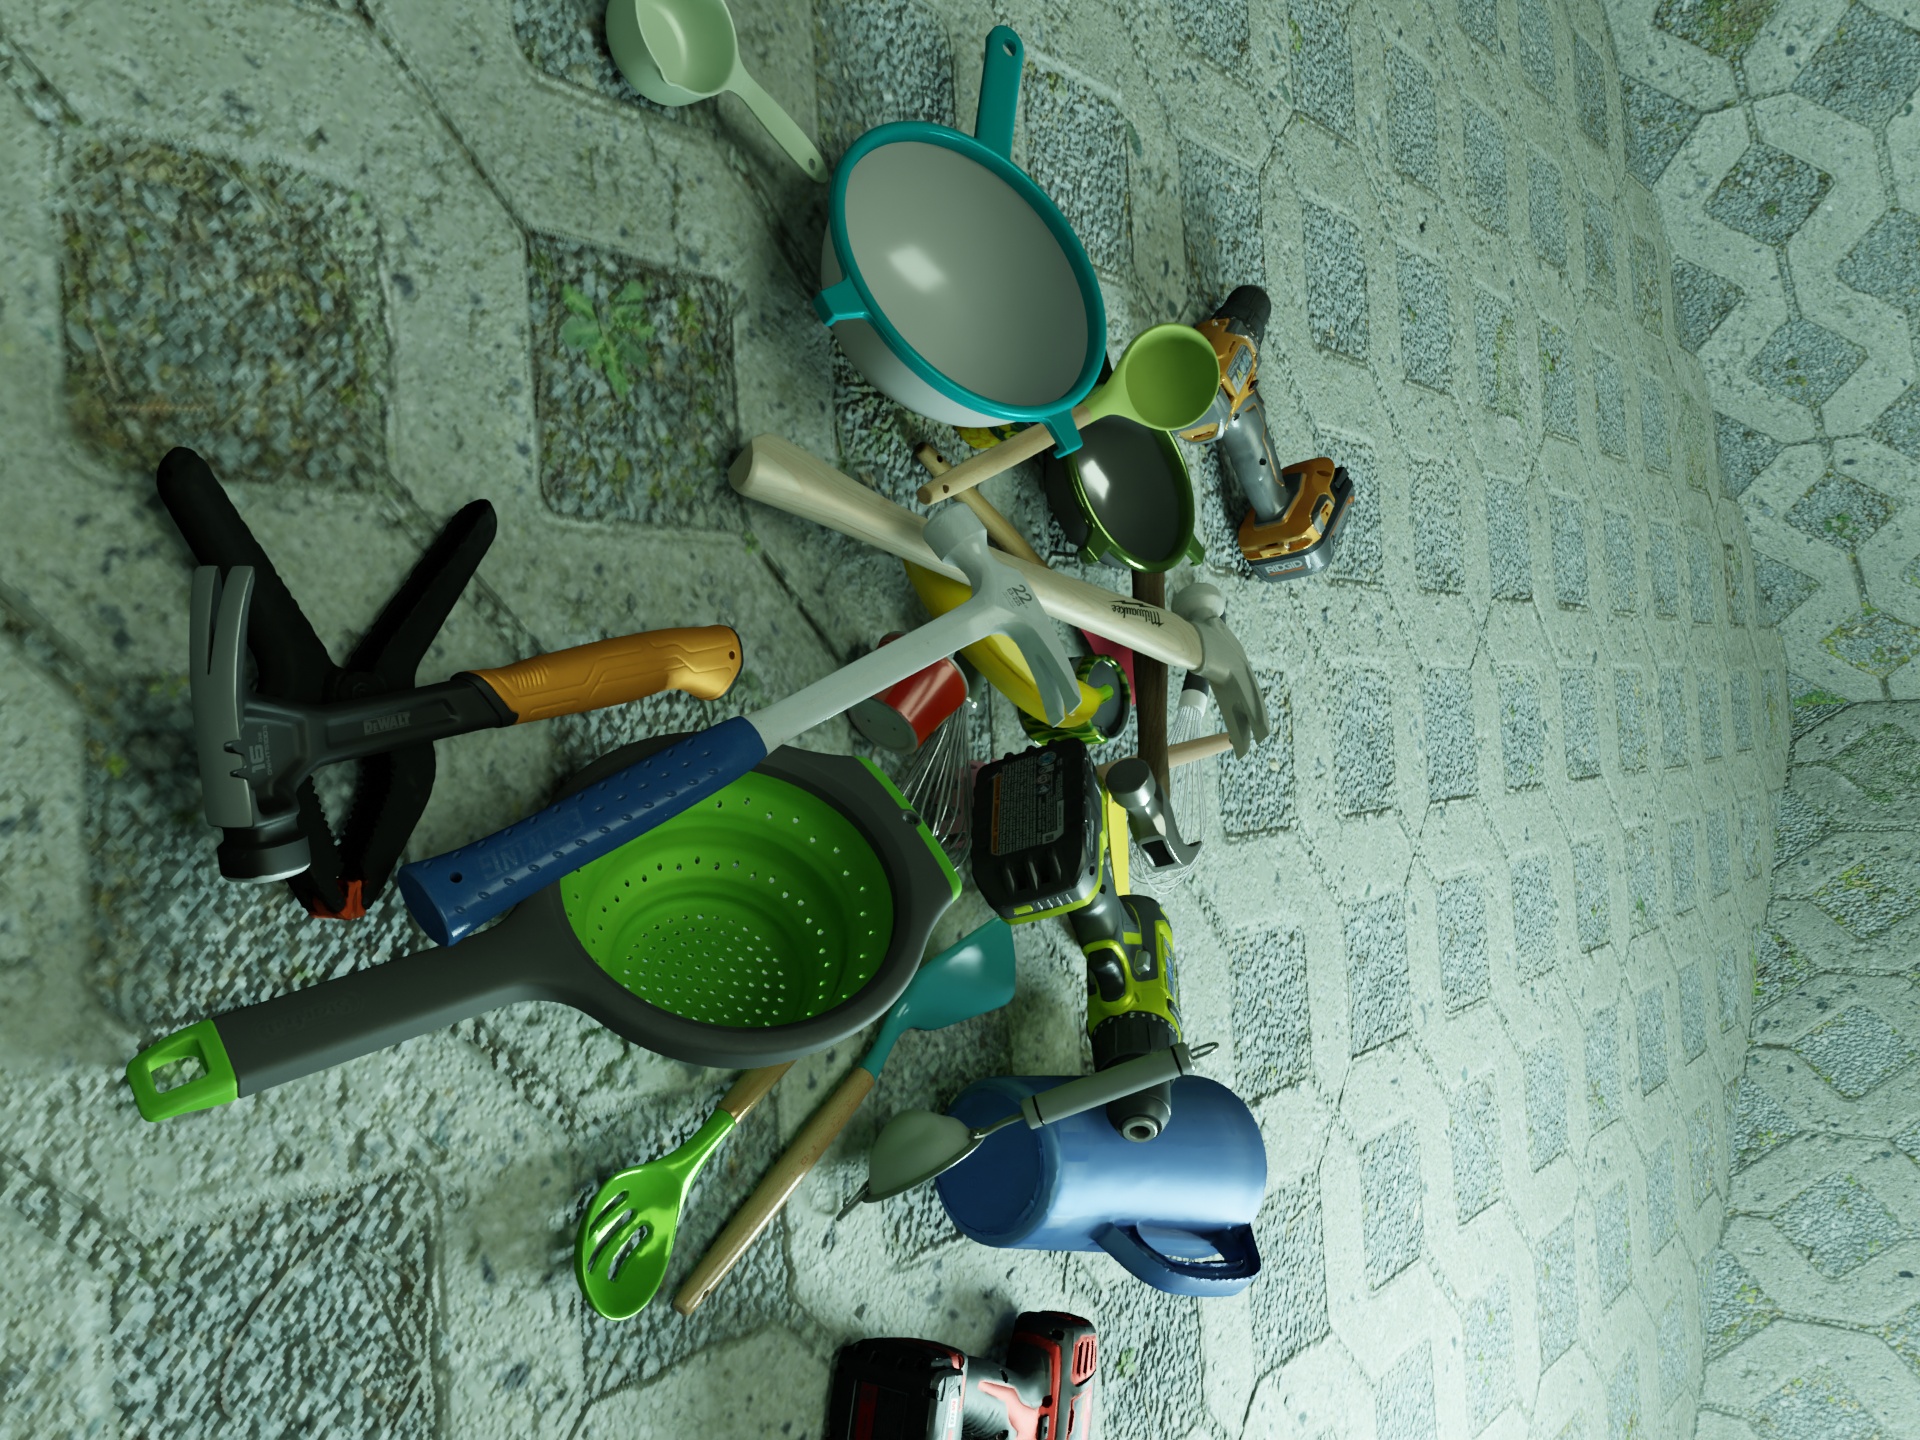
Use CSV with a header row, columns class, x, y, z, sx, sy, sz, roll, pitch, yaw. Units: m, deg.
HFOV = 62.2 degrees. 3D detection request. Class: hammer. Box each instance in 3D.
class,x,y,z,sx,sy,sz,roll,pitch,yaw
hammer,0.037,-0.086,1.031,0.410,0.038,0.146,18,41,-33
hammer,0.141,-0.027,1.169,0.332,0.031,0.129,-85,154,-45
hammer,-0.097,0.009,0.832,0.405,0.035,0.144,-30,80,-37
hammer,-0.214,-0.022,0.769,0.337,0.034,0.127,-18,107,-61

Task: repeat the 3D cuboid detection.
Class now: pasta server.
class,x,y,z,sx,sy,sz,roll,pitch,yaw
pasta server,0.104,0.039,1.173,0.316,0.040,0.060,-12,97,-44

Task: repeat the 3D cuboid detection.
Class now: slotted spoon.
class,x,y,z,sx,sy,sz,roll,pitch,yaw
slotted spoon,-0.120,0.214,0.917,0.314,0.031,0.070,-46,122,-45

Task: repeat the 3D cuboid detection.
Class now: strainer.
class,x,y,z,sx,sy,sz,roll,pitch,yaw
strainer,0.036,0.241,0.975,0.087,0.258,0.050,-16,85,-87
strainer,-0.007,-0.324,1.056,0.210,0.095,0.341,25,55,-27
strainer,0.094,-0.225,1.205,0.151,0.069,0.256,-5,78,-48

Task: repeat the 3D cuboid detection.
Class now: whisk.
class,x,y,z,sx,sy,sz,roll,pitch,yaw
whisk,-0.002,-0.003,1.071,0.057,0.059,0.246,97,6,-62
whisk,0.184,0.014,1.300,0.070,0.070,0.285,47,48,-39

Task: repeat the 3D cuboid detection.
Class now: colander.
class,x,y,z,sx,sy,sz,roll,pitch,yaw
colander,-0.190,0.129,0.783,0.397,0.205,0.094,-16,144,-34

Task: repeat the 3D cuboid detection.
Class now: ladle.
class,x,y,z,sx,sy,sz,roll,pitch,yaw
ladle,0.063,-0.105,1.178,0.315,0.031,0.069,42,55,-39
ladle,0.079,-0.203,1.087,0.320,0.062,0.078,-35,115,-45

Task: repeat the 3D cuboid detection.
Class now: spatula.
class,x,y,z,sx,sy,sz,roll,pitch,yaw
spatula,-0.064,0.238,0.971,0.317,0.044,0.082,-47,144,-41

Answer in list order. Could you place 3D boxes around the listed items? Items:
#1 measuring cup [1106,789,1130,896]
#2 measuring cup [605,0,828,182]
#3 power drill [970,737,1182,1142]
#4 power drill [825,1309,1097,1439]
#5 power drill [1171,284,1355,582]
class,x,y,z,sx,sy,sz,roll,pitch,yaw
measuring cup,0.108,0.112,1.186,0.062,0.029,0.156,-30,124,-43
measuring cup,-0.141,-0.369,0.934,0.167,0.038,0.083,37,59,-46
power drill,0.086,0.144,1.041,0.191,0.080,0.228,-85,153,-52
power drill,0.010,0.482,1.022,0.226,0.080,0.188,24,68,-51
power drill,0.268,-0.260,1.411,0.226,0.084,0.185,53,47,-29
